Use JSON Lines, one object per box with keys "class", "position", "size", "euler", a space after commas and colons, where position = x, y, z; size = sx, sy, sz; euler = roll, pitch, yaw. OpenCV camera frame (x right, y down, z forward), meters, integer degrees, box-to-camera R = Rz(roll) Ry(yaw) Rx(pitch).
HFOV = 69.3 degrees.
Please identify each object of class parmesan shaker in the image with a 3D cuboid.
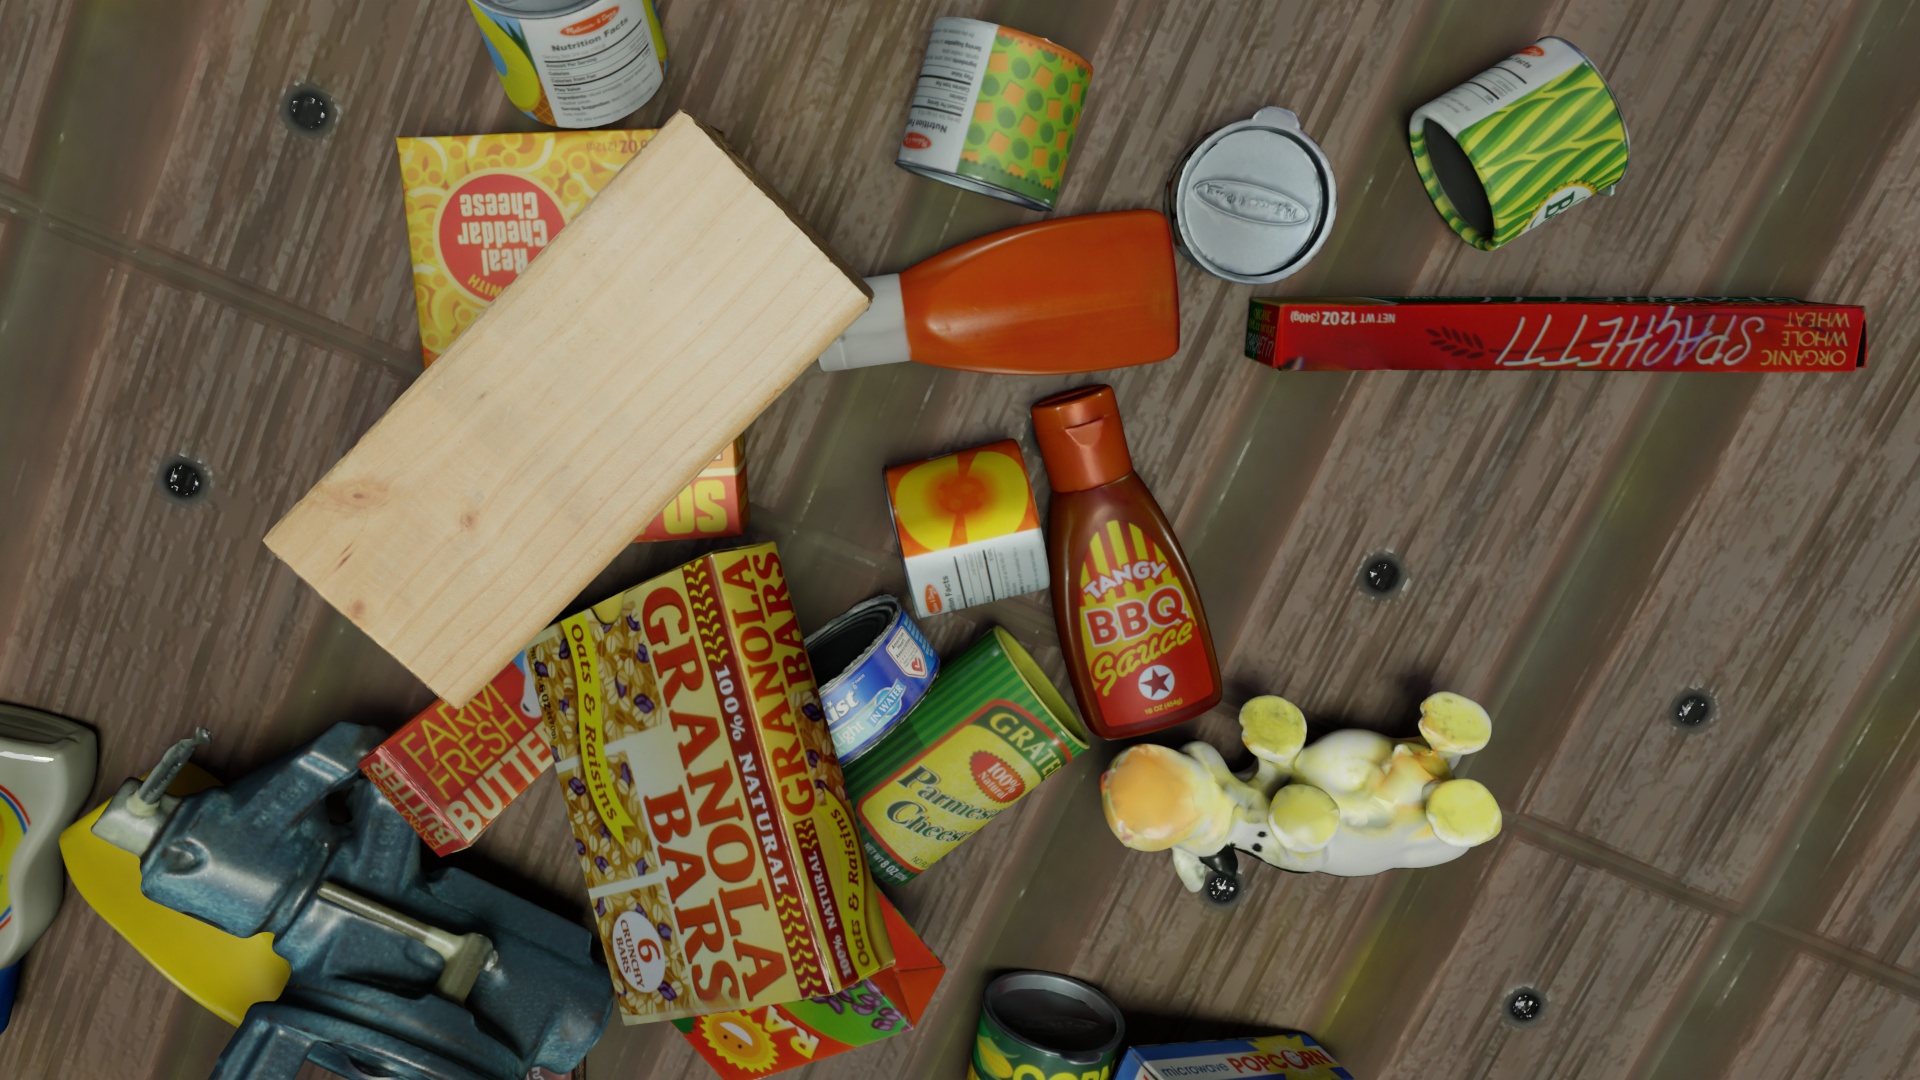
{"class": "parmesan shaker", "position": [-0.003, 0.096, 0.605], "size": [0.103, 0.071, 0.071], "euler": [-38, 102, 6]}

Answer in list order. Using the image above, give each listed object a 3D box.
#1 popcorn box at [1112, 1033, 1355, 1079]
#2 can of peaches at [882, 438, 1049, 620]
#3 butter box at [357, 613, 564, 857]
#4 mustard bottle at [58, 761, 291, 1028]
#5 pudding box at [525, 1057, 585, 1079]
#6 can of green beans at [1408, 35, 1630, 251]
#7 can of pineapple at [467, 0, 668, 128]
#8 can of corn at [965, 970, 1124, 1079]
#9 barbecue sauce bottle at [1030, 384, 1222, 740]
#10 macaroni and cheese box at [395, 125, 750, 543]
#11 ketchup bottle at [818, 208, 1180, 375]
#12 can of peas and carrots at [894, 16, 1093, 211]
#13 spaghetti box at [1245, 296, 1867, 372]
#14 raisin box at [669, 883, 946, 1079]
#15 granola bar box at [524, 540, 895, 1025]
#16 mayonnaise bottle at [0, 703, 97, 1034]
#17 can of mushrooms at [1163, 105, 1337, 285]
{"class": "popcorn box", "position": [0.114, 0.274, 0.634], "size": [0.127, 0.038, 0.085], "euler": [12, 103, -37]}
{"class": "can of peaches", "position": [0.002, -0.007, 0.583], "size": [0.058, 0.071, 0.071], "euler": [-13, 103, 0]}
{"class": "butter box", "position": [-0.190, 0.077, 0.574], "size": [0.024, 0.104, 0.053], "euler": [-27, 105, 40]}
{"class": "mustard bottle", "position": [-0.319, 0.173, 0.612], "size": [0.065, 0.049, 0.160], "euler": [-32, 103, 6]}
{"class": "pudding box", "position": [-0.218, 0.250, 0.644], "size": [0.084, 0.030, 0.049], "euler": [4, 101, -4]}
{"class": "can of green beans", "position": [0.224, -0.159, 0.561], "size": [0.058, 0.071, 0.071], "euler": [-29, 102, 4]}
{"class": "can of pineapple", "position": [-0.149, -0.201, 0.524], "size": [0.071, 0.057, 0.071], "euler": [0, 63, 0]}
{"class": "can of corn", "position": [0.038, 0.242, 0.635], "size": [0.071, 0.071, 0.058], "euler": [10, 103, -5]}
{"class": "barbecue sauce bottle", "position": [0.066, 0.008, 0.600], "size": [0.065, 0.044, 0.148], "euler": [-17, 102, -4]}
{"class": "macaroni and cheese box", "position": [-0.155, -0.081, 0.570], "size": [0.124, 0.040, 0.166], "euler": [-3, 102, -2]}
{"class": "ketchup bottle", "position": [0.014, -0.097, 0.574], "size": [0.149, 0.043, 0.064], "euler": [-7, 102, -1]}
{"class": "can of peas and carrots", "position": [0.015, -0.167, 0.550], "size": [0.071, 0.071, 0.058], "euler": [15, 101, -6]}
{"class": "spaghetti box", "position": [0.249, -0.087, 0.586], "size": [0.250, 0.050, 0.028], "euler": [0, 104, -3]}
{"class": "raisin box", "position": [-0.081, 0.183, 0.605], "size": [0.123, 0.040, 0.086], "euler": [-31, 104, 34]}
{"class": "granola bar box", "position": [-0.103, 0.098, 0.543], "size": [0.124, 0.039, 0.165], "euler": [-22, 81, 36]}
{"class": "mayonnaise bottle", "position": [-0.423, 0.147, 0.605], "size": [0.065, 0.041, 0.147], "euler": [16, 100, -6]}
{"class": "can of mushrooms", "position": [0.120, -0.142, 0.576], "size": [0.071, 0.033, 0.071], "euler": [-1, 102, -2]}
